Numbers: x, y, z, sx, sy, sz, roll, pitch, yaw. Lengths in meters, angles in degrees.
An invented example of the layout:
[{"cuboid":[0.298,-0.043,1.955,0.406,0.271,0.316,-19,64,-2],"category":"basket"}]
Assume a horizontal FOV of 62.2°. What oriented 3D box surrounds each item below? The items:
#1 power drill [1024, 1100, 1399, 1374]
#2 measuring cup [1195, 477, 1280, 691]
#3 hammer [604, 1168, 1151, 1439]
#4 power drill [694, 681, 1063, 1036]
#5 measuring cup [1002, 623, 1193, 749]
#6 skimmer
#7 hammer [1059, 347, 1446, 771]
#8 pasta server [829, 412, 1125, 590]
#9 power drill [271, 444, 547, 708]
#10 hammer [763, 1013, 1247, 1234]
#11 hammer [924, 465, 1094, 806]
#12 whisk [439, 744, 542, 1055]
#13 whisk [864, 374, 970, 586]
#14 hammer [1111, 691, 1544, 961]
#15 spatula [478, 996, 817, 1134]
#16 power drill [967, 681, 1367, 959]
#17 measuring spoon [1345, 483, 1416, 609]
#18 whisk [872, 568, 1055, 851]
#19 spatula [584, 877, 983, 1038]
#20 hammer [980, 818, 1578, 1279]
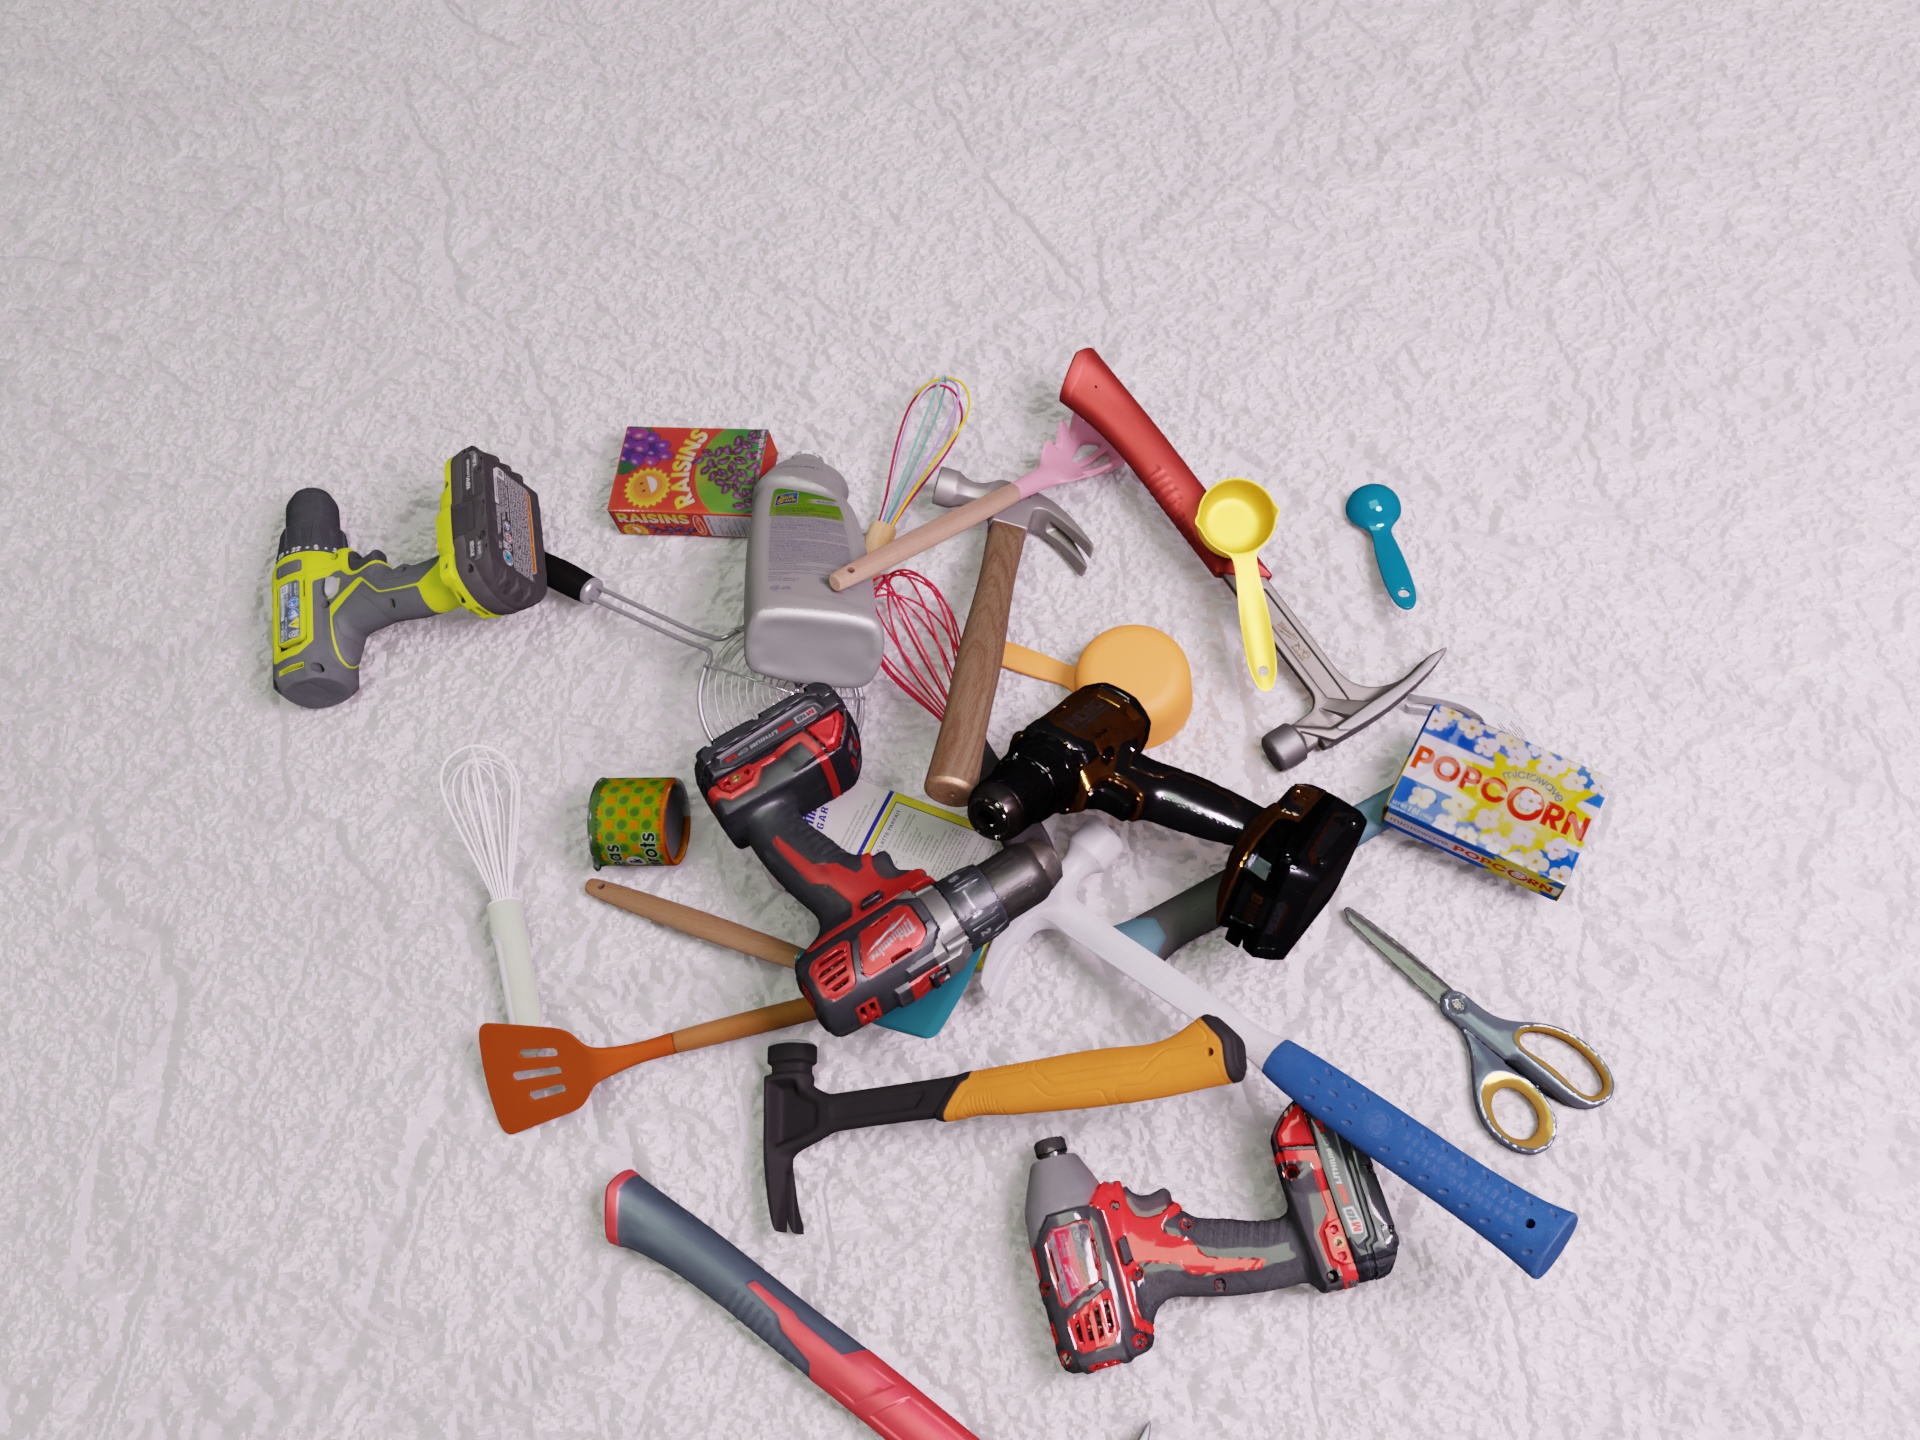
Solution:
[{"cuboid":[0.150,0.311,1.000,0.219,0.078,0.143,-17,64,3],"category":"power drill"},{"cuboid":[0.207,-0.097,1.152,0.062,0.029,0.156,-9,86,0],"category":"measuring cup"},{"cuboid":[-0.068,0.396,1.011,0.386,0.038,0.143,31,72,20],"category":"hammer"},{"cuboid":[-0.058,0.081,1.074,0.188,0.080,0.227,-31,59,-11],"category":"power drill"},{"cuboid":[0.088,-0.041,1.181,0.174,0.052,0.095,19,70,14],"category":"measuring cup"},{"cuboid":[-0.237,-0.064,1.254,0.363,0.090,0.127,25,67,29],"category":"skimmer"},{"cuboid":[0.198,-0.142,1.192,0.149,0.036,0.359,-33,75,-6],"category":"hammer"},{"cuboid":[0.024,-0.168,1.197,0.316,0.040,0.060,-31,68,-35],"category":"pasta server"},{"cuboid":[-0.453,-0.131,1.274,0.228,0.080,0.191,-19,64,15],"category":"power drill"},{"cuboid":[0.019,0.244,1.009,0.337,0.034,0.127,-15,63,25],"category":"hammer"},{"cuboid":[0.021,-0.065,1.148,0.130,0.031,0.332,15,45,-3],"category":"hammer"},{"cuboid":[-0.339,0.128,1.172,0.059,0.057,0.247,-5,65,-28],"category":"whisk"},{"cuboid":[-0.050,-0.173,1.268,0.047,0.051,0.245,24,74,-7],"category":"whisk"},{"cuboid":[0.255,0.086,1.109,0.331,0.033,0.128,-28,65,-5],"category":"hammer"},{"cuboid":[-0.175,0.217,1.111,0.322,0.041,0.081,-13,92,-5],"category":"spatula"},{"cuboid":[0.128,0.065,1.035,0.226,0.084,0.185,29,33,21],"category":"power drill"},{"cuboid":[0.320,-0.135,1.191,0.042,0.021,0.129,-8,50,2],"category":"measuring spoon"},{"cuboid":[-0.002,-0.004,1.157,0.073,0.073,0.296,-26,58,-4],"category":"whisk"},{"cuboid":[-0.136,0.152,1.115,0.317,0.044,0.082,14,53,22],"category":"spatula"},{"cuboid":[0.183,0.207,0.987,0.406,0.035,0.144,32,71,37],"category":"hammer"}]
